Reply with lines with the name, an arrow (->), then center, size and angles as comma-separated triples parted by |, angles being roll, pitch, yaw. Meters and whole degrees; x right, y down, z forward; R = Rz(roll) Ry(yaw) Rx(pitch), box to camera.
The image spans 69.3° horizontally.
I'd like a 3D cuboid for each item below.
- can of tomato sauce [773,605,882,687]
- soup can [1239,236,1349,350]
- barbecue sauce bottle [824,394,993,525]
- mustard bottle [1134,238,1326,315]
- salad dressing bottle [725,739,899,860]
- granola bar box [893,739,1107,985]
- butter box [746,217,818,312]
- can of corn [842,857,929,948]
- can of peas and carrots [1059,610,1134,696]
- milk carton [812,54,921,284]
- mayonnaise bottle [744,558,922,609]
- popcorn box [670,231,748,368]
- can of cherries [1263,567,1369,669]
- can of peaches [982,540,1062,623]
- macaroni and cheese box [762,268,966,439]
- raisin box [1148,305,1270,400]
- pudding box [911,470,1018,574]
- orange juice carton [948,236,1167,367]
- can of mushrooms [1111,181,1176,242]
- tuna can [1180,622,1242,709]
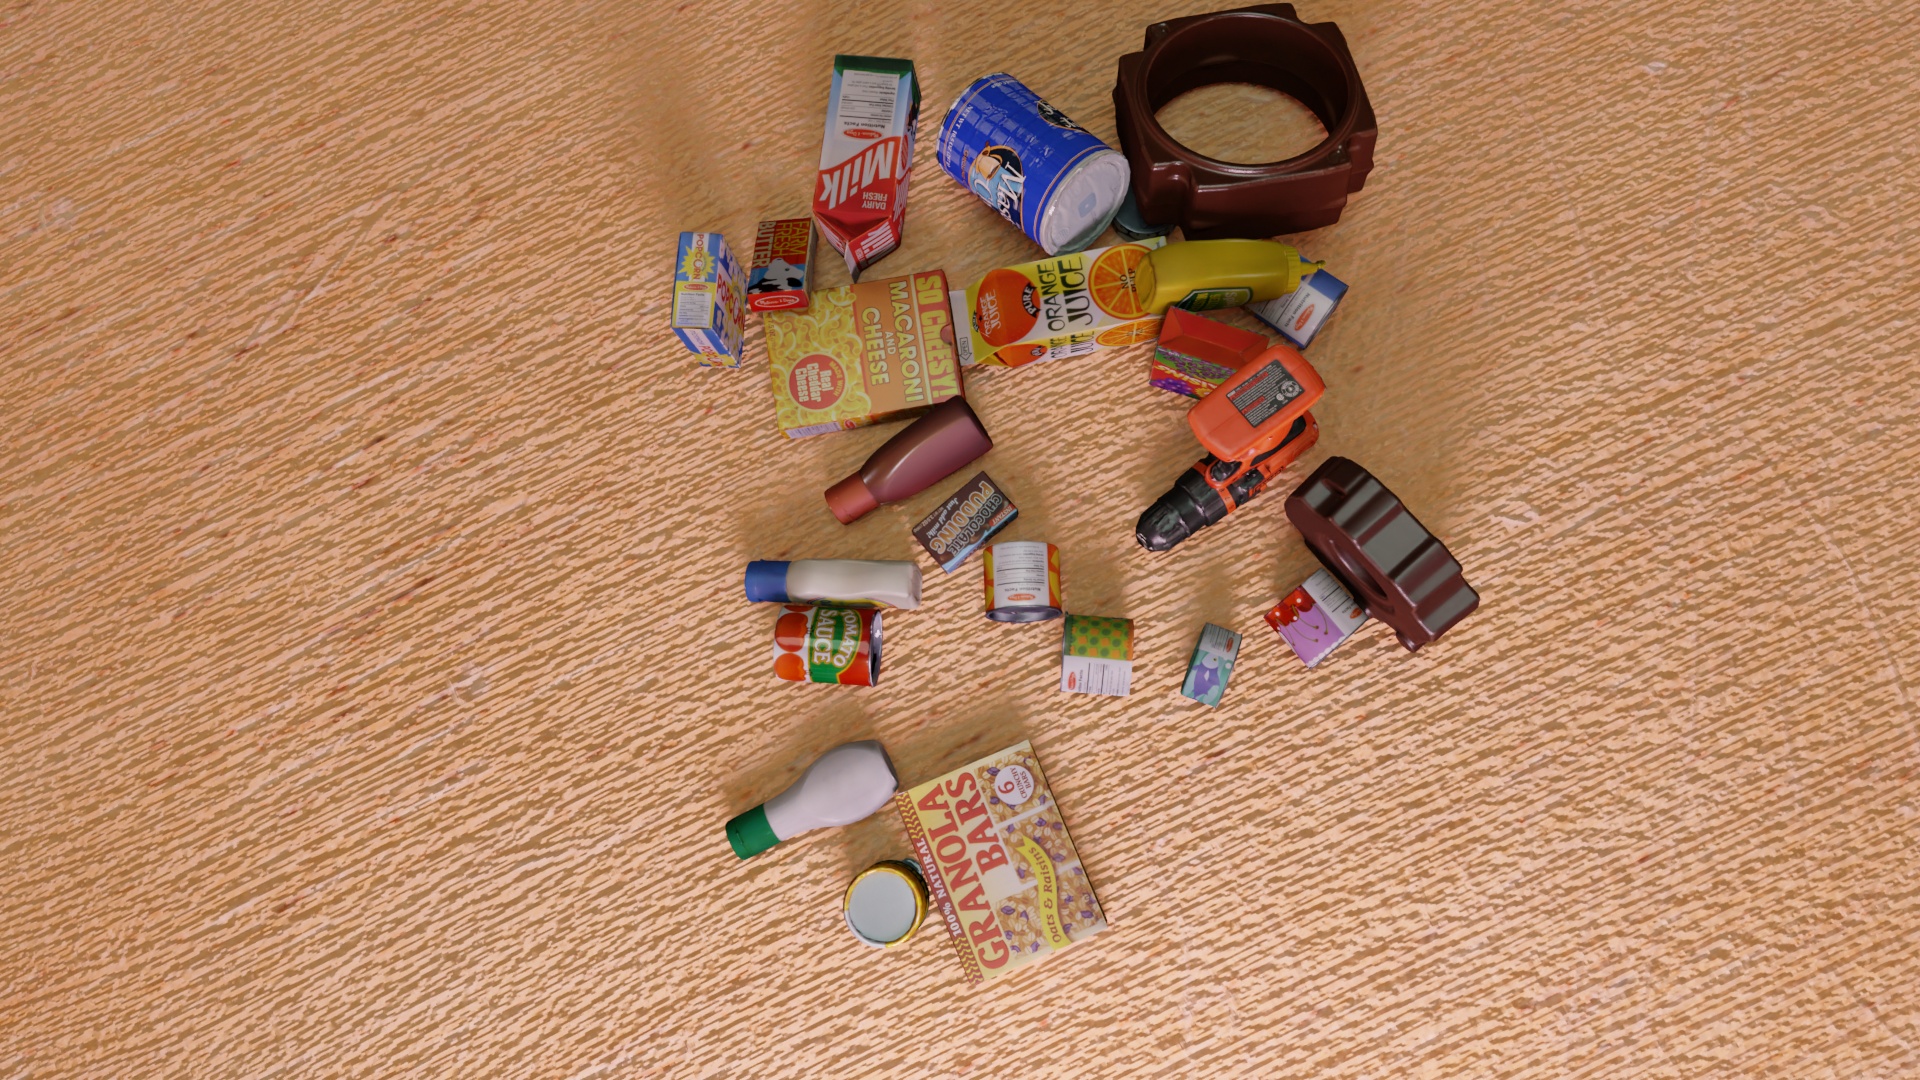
can of tomato sauce -> -0.112, 0.089, 1.182 | 0.083, 0.071, 0.071 | 3, 81, 5
soup can -> 0.284, -0.216, 1.206 | 0.084, 0.071, 0.071 | 36, 85, 10
barbecue sauce bottle -> -0.048, -0.066, 1.209 | 0.148, 0.064, 0.044 | -32, 54, 7
mustard bottle -> 0.227, -0.219, 1.144 | 0.160, 0.065, 0.049 | -7, 76, -8
salad dressing bottle -> -0.126, 0.221, 1.175 | 0.148, 0.044, 0.064 | -27, 82, 1
granola bar box -> 0.033, 0.266, 1.157 | 0.124, 0.039, 0.165 | -23, 80, 0
butter box -> -0.158, -0.247, 1.241 | 0.053, 0.024, 0.104 | -4, 50, 6
can of corn -> -0.060, 0.298, 1.148 | 0.071, 0.058, 0.071 | -1, 81, 4
can of peas and carrots -> 0.115, 0.094, 1.167 | 0.059, 0.071, 0.071 | 4, 81, 5
milk carton -> -0.086, -0.331, 1.250 | 0.073, 0.072, 0.191 | 6, 80, 6
mayonnaise bottle -> -0.110, 0.037, 1.196 | 0.148, 0.064, 0.041 | 1, 78, 9
popcorn box -> -0.217, -0.207, 1.211 | 0.038, 0.126, 0.085 | 3, 81, 2
can of cherries -> 0.294, 0.066, 1.157 | 0.071, 0.071, 0.058 | -41, 80, -3
can of peaches -> 0.052, 0.036, 1.180 | 0.071, 0.071, 0.058 | -3, 75, 4
macaroni and cheese box -> -0.086, -0.165, 1.237 | 0.166, 0.040, 0.124 | -10, 80, 3
raisin box -> 0.206, -0.151, 1.170 | 0.086, 0.123, 0.040 | 18, 83, 7
pudding box -> 0.004, -0.015, 1.210 | 0.084, 0.030, 0.050 | -40, 81, -2
orange juice carton -> 0.089, -0.203, 1.214 | 0.193, 0.073, 0.072 | -11, 80, 3
can of mushrooms -> 0.163, -0.301, 1.244 | 0.071, 0.033, 0.071 | -1, 81, 4
tuna can -> 0.208, 0.105, 1.158 | 0.033, 0.071, 0.071 | 20, 83, 8
